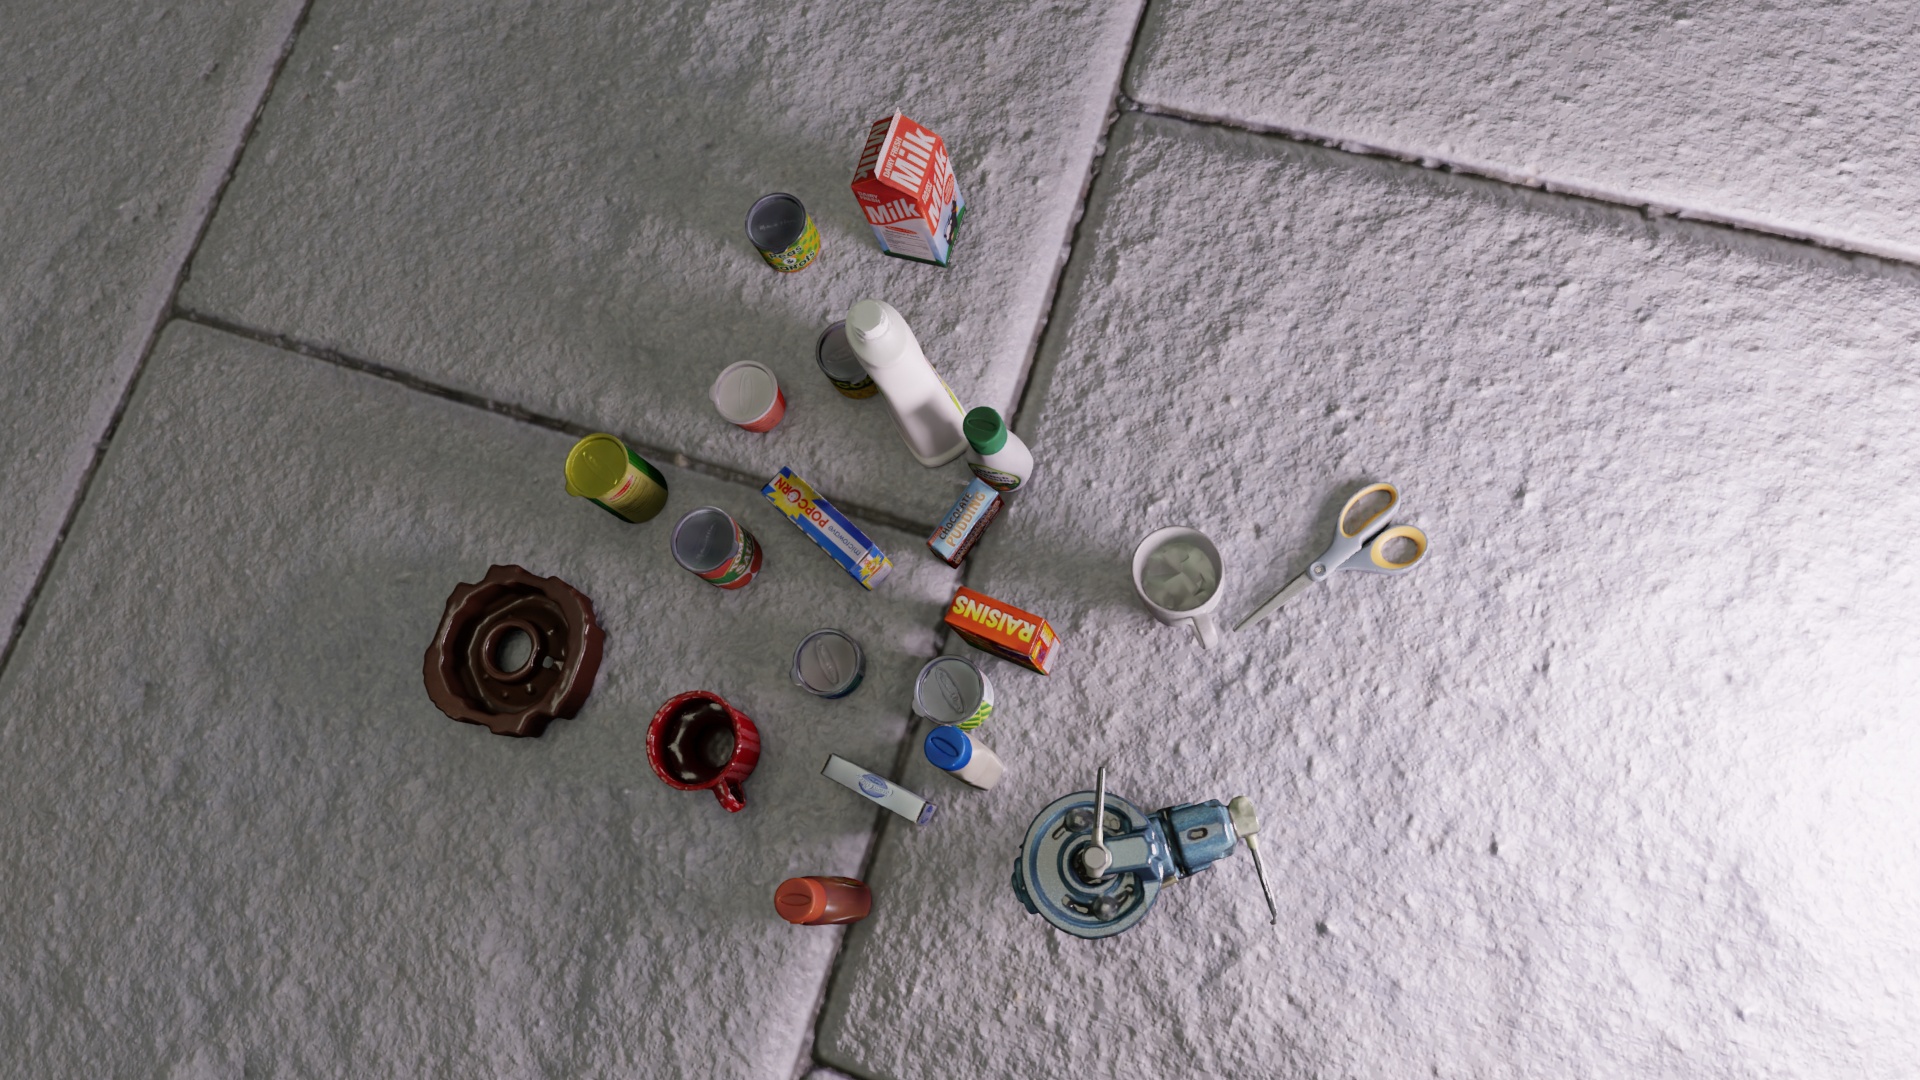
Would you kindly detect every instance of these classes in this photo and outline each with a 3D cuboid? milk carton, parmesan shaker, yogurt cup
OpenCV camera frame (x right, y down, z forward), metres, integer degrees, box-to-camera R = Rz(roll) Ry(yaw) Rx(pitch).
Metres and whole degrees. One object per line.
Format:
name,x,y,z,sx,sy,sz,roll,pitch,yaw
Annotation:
milk carton,-0.053,-0.348,1.375,0.073,0.190,0.072,14,79,14
parmesan shaker,-0.347,-0.059,1.397,0.071,0.103,0.071,-3,75,10
yogurt cup,-0.213,-0.144,1.421,0.072,0.054,0.072,-3,75,10

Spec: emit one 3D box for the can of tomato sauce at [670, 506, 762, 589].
can of tomato sauce,-0.237,0.009,1.369,0.071,0.083,0.071,-3,75,10

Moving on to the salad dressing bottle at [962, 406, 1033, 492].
salad dressing bottle,0.032,-0.086,1.312,0.064,0.147,0.044,17,79,14

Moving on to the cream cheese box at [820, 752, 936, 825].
cream cheese box,-0.075,0.232,1.295,0.104,0.053,0.024,24,81,16

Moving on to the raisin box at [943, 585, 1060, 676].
raisin box,0.040,0.085,1.277,0.086,0.123,0.040,22,81,15

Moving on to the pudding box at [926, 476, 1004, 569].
pudding box,0.005,-0.017,1.349,0.030,0.049,0.084,35,84,17

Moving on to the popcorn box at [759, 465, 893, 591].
popcorn box,-0.129,-0.011,1.353,0.127,0.085,0.038,41,86,17

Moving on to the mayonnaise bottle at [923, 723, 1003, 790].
mayonnaise bottle,-0.001,0.192,1.242,0.065,0.148,0.041,31,83,16

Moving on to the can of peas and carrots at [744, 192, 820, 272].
can of peas and carrots,-0.186,-0.321,1.461,0.071,0.058,0.071,-3,75,10

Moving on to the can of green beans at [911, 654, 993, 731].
can of green beans,-0.005,0.144,1.304,0.071,0.057,0.071,-3,75,10

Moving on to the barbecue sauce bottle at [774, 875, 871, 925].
barbecue sauce bottle,-0.126,0.319,1.231,0.065,0.148,0.044,-1,76,10

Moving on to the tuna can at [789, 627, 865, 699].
tuna can,-0.129,0.121,1.345,0.071,0.032,0.071,-3,75,10

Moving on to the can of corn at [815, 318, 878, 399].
can of corn,-0.107,-0.181,1.409,0.071,0.058,0.071,-3,75,10
